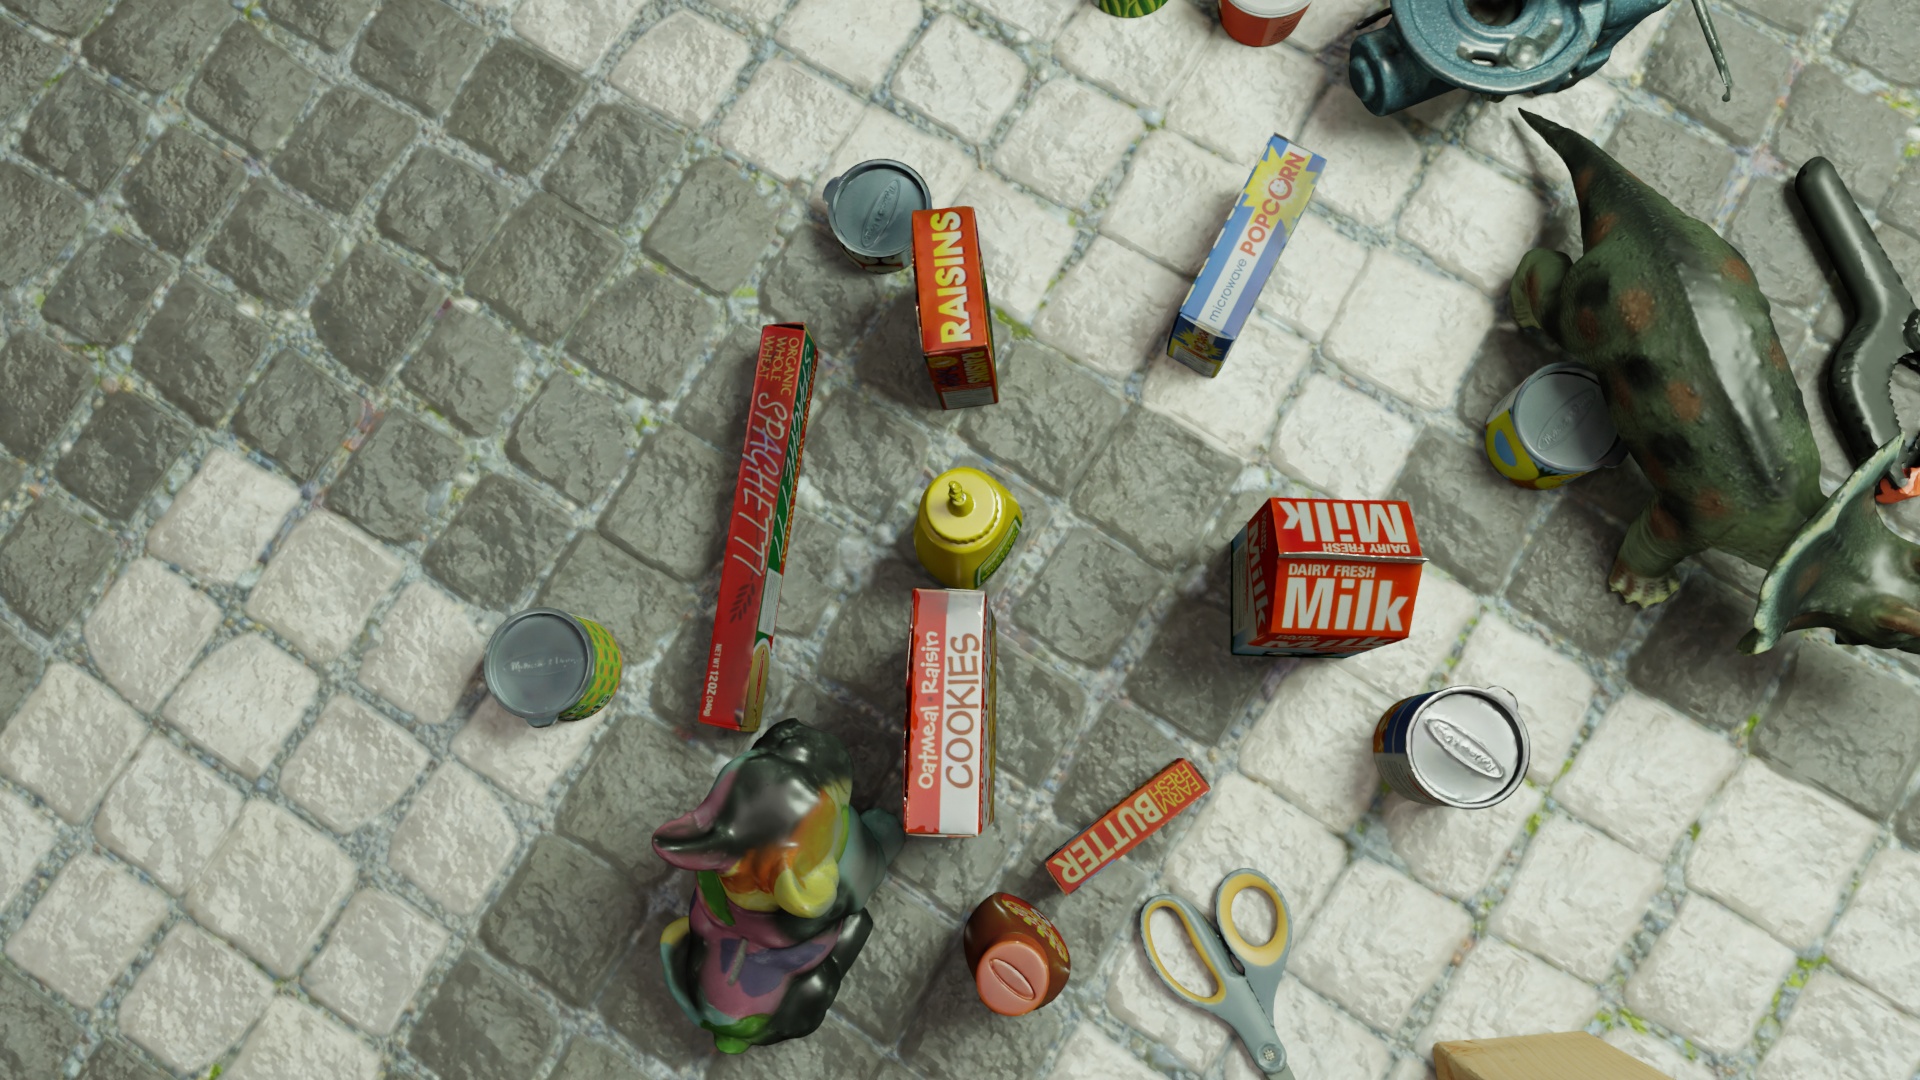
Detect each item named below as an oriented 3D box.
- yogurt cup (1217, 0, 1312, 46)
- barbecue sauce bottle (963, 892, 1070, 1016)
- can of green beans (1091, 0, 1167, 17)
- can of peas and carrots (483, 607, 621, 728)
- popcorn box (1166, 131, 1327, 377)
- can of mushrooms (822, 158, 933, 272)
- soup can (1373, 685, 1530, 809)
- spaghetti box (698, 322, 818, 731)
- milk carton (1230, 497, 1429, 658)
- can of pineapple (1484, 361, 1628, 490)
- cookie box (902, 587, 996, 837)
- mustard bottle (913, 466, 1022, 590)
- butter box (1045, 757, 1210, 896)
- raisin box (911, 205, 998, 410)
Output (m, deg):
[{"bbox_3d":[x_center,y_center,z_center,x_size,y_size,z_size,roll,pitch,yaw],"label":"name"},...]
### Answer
[{"bbox_3d":[0.195,-0.353,0.887,0.072,0.054,0.072,-1,81,4],"label":"yogurt cup"},{"bbox_3d":[0.030,0.226,0.751,0.065,0.148,0.044,41,86,9],"label":"barbecue sauce bottle"},{"bbox_3d":[0.111,-0.381,0.895,0.071,0.057,0.071,-1,81,4],"label":"can of green beans"},{"bbox_3d":[-0.244,0.078,0.840,0.071,0.058,0.071,-1,81,4],"label":"can of peas and carrots"},{"bbox_3d":[0.171,-0.169,0.841,0.038,0.085,0.127,27,83,8],"label":"popcorn box"},{"bbox_3d":[-0.052,-0.208,0.889,0.071,0.033,0.071,-1,80,4],"label":"can of mushrooms"},{"bbox_3d":[0.277,0.116,0.787,0.071,0.083,0.071,-1,81,4],"label":"soup can"},{"bbox_3d":[-0.122,-0.009,0.851,0.029,0.050,0.250,7,81,5],"label":"spaghetti box"},{"bbox_3d":[0.194,0.021,0.754,0.072,0.190,0.073,1,81,4],"label":"milk carton"},{"bbox_3d":[0.354,-0.065,0.826,0.071,0.058,0.071,-1,81,4],"label":"can of pineapple"},{"bbox_3d":[-0.003,0.097,0.766,0.040,0.167,0.123,0,81,4],"label":"cookie box"},{"bbox_3d":[0.003,-0.010,0.787,0.049,0.160,0.065,35,85,8],"label":"mustard bottle"},{"bbox_3d":[0.096,0.165,0.806,0.103,0.053,0.024,-36,80,-3],"label":"butter box"},{"bbox_3d":[-0.003,-0.136,0.828,0.040,0.123,0.086,-5,81,3],"label":"raisin box"}]
